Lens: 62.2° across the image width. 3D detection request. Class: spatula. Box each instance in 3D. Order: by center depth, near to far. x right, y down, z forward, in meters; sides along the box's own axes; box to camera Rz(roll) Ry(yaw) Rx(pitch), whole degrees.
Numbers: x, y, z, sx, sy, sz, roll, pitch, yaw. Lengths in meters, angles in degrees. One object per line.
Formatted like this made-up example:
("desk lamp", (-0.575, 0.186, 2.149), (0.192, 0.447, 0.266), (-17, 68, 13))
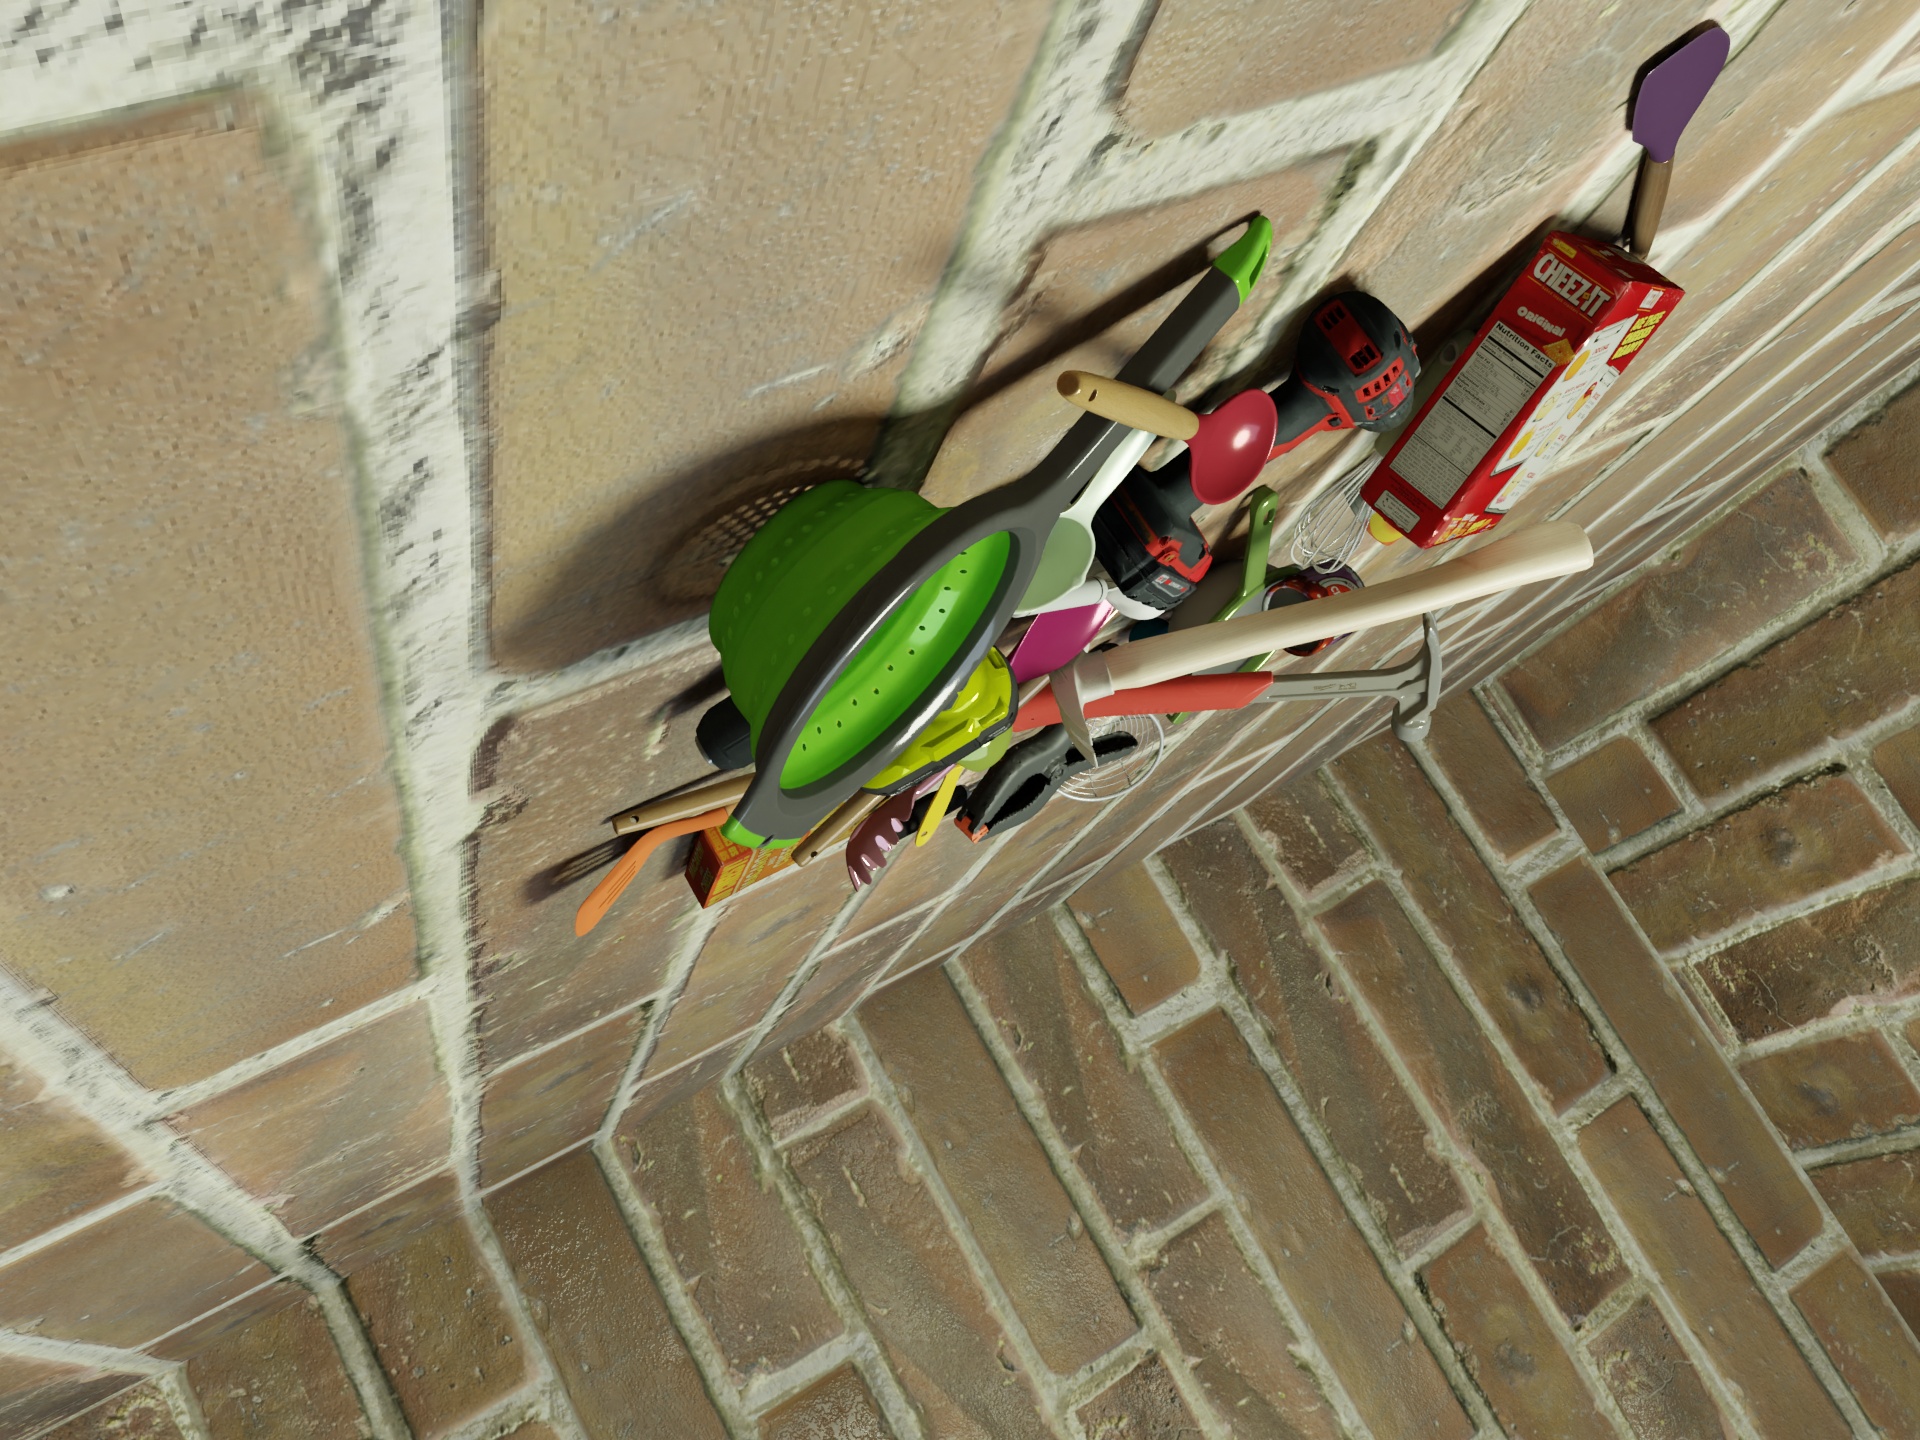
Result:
("spatula", (0.438, -0.346, 0.993), (0.060, 0.018, 0.315), (-34, 166, 13))
("spatula", (-0.154, 0.068, 1.213), (0.322, 0.041, 0.081), (-26, 166, -22))

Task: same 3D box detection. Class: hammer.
("hammer", (0.269, -0.070, 1.189), (0.410, 0.146, 0.038), (-15, 128, 4))
("hammer", (0.203, -0.028, 1.292), (0.359, 0.037, 0.149), (-3, 143, 10))

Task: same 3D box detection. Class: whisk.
("whisk", (0.319, -0.197, 1.197), (0.059, 0.058, 0.246), (-3, 146, -25))

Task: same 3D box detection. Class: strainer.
("strainer", (0.092, -0.087, 1.079), (0.087, 0.050, 0.258), (10, -166, 32))
("strainer", (0.221, -0.116, 1.323), (0.151, 0.069, 0.256), (-35, 151, -19))

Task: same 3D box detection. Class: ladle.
("ladle", (0.103, -0.145, 0.778), (0.069, 0.031, 0.315), (-64, 162, 14))
("ladle", (-0.103, 0.034, 1.174), (0.320, 0.078, 0.062), (-17, 173, -22))

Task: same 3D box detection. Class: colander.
("colander", (-0.004, -0.113, 0.792), (0.397, 0.094, 0.204), (-49, 167, 2))

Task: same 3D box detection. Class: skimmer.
("skimmer", (0.060, 0.066, 1.500), (0.363, 0.090, 0.127), (-25, 142, -47))

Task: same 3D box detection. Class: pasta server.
("pasta server", (0.017, 0.018, 1.292), (0.316, 0.040, 0.060), (-43, -176, 6))

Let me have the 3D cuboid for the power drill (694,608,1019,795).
("power drill", (-0.057, -0.016, 1.033), (0.190, 0.080, 0.228), (-31, 164, 5))

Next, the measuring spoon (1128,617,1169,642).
("measuring spoon", (0.191, -0.096, 1.422), (0.128, 0.021, 0.042), (-32, 170, -38))

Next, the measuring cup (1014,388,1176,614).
("measuring cup", (0.065, -0.135, 0.931), (0.083, 0.038, 0.167), (16, 122, -43))

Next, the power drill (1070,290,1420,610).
("power drill", (0.190, -0.168, 1.007), (0.226, 0.080, 0.187), (-37, 166, 16))

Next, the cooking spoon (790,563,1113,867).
("cooking spoon", (-0.002, -0.004, 1.166), (0.319, 0.017, 0.068), (-42, 140, -7))

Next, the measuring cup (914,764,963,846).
("measuring cup", (-0.019, 0.047, 1.362), (0.062, 0.029, 0.156), (-15, 142, -38))
